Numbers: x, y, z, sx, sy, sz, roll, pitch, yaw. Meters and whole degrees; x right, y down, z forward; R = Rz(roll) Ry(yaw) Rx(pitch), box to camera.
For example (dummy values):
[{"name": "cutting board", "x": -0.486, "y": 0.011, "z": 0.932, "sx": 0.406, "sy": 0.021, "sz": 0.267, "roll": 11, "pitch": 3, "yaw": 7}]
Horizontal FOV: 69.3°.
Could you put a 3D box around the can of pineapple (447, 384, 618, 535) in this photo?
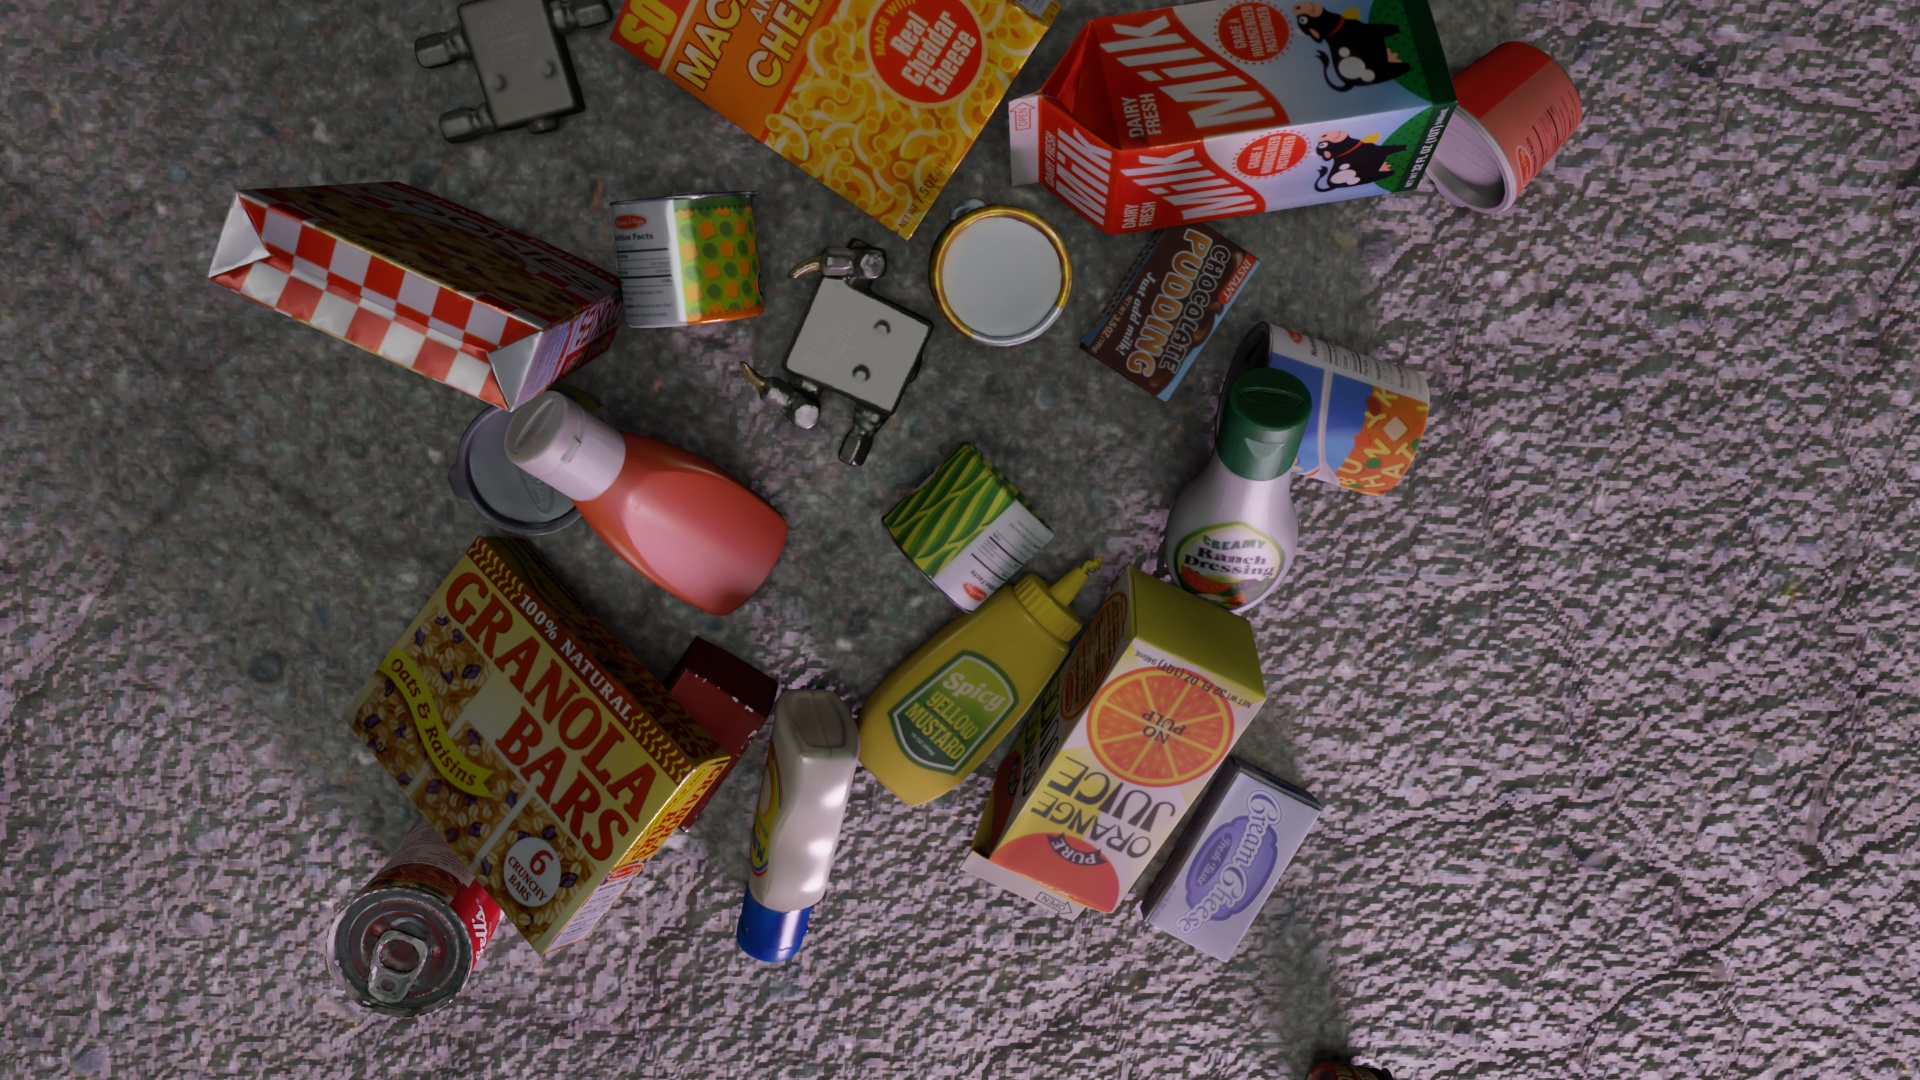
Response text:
[{"name": "can of pineapple", "x": -0.205, "y": -0.041, "z": 0.676, "sx": 0.071, "sy": 0.058, "sz": 0.070, "roll": -1, "pitch": 102, "yaw": -2}]

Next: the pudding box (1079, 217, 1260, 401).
[{"name": "pudding box", "x": 0.103, "y": -0.116, "z": 0.687, "sx": 0.049, "sy": 0.030, "sz": 0.083, "roll": 33, "pitch": 99, "yaw": -10}]

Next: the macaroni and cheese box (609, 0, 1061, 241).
[{"name": "macaroni and cheese box", "x": -0.058, "y": -0.234, "z": 0.625, "sx": 0.166, "sy": 0.040, "sz": 0.123, "roll": 32, "pitch": 125, "yaw": -9}]

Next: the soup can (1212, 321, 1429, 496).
[{"name": "soup can", "x": 0.176, "y": -0.061, "z": 0.684, "sx": 0.084, "sy": 0.071, "sz": 0.071, "roll": 17, "pitch": 101, "yaw": -6}]

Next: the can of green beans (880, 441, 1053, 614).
[{"name": "can of green beans", "x": 0.004, "y": -0.007, "z": 0.689, "sx": 0.058, "sy": 0.071, "sz": 0.071, "roll": -43, "pitch": 101, "yaw": 6}]

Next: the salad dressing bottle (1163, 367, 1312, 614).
[{"name": "salad dressing bottle", "x": 0.133, "y": -0.021, "z": 0.658, "sx": 0.064, "sy": 0.044, "sz": 0.147, "roll": 9, "pitch": 146, "yaw": 6}]

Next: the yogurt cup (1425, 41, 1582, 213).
[{"name": "yogurt cup", "x": 0.255, "y": -0.198, "z": 0.660, "sx": 0.054, "sy": 0.072, "sz": 0.072, "roll": -41, "pitch": 101, "yaw": -1}]

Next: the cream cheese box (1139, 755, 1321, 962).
[{"name": "cream cheese box", "x": 0.146, "y": 0.173, "z": 0.756, "sx": 0.053, "sy": 0.024, "sz": 0.103, "roll": 27, "pitch": 100, "yaw": -8}]

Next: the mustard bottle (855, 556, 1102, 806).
[{"name": "mustard bottle", "x": 0.014, "y": 0.064, "z": 0.713, "sx": 0.065, "sy": 0.049, "sz": 0.160, "roll": 43, "pitch": 98, "yaw": -9}]

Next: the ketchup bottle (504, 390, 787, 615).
[{"name": "ketchup bottle", "x": -0.145, "y": -0.019, "z": 0.647, "sx": 0.065, "sy": 0.043, "sz": 0.148, "roll": -56, "pitch": 141, "yaw": -5}]

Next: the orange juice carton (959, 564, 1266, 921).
[{"name": "orange juice carton", "x": 0.071, "y": 0.115, "z": 0.702, "sx": 0.072, "sy": 0.073, "sz": 0.191, "roll": 25, "pitch": 117, "yaw": -8}]

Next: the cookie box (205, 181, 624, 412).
[{"name": "cookie box", "x": -0.222, "y": -0.113, "z": 0.604, "sx": 0.123, "sy": 0.168, "sz": 0.040, "roll": 24, "pitch": 104, "yaw": -8}]

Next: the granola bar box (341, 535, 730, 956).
[{"name": "granola bar box", "x": -0.209, "y": 0.097, "z": 0.680, "sx": 0.166, "sy": 0.039, "sz": 0.124, "roll": 43, "pitch": 100, "yaw": 18}]

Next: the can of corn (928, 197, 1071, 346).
[{"name": "can of corn", "x": 0.017, "y": -0.130, "z": 0.666, "sx": 0.071, "sy": 0.058, "sz": 0.071, "roll": -1, "pitch": 103, "yaw": -3}]

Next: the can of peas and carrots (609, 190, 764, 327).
[{"name": "can of peas and carrots", "x": -0.126, "y": -0.133, "z": 0.657, "sx": 0.071, "sy": 0.071, "sz": 0.058, "roll": -5, "pitch": 103, "yaw": -1}]

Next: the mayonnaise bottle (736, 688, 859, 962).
[{"name": "mayonnaise bottle", "x": -0.086, "y": 0.152, "z": 0.716, "sx": 0.041, "sy": 0.065, "sz": 0.147, "roll": 5, "pitch": 118, "yaw": -20}]

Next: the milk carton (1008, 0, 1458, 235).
[{"name": "milk carton", "x": 0.117, "y": -0.196, "z": 0.636, "sx": 0.191, "sy": 0.072, "sz": 0.073, "roll": -9, "pitch": 71, "yaw": 0}]

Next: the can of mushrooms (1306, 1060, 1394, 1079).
[{"name": "can of mushrooms", "x": 0.215, "y": 0.323, "z": 0.770, "sx": 0.033, "sy": 0.071, "sz": 0.071, "roll": 10, "pitch": 102, "yaw": -3}]
